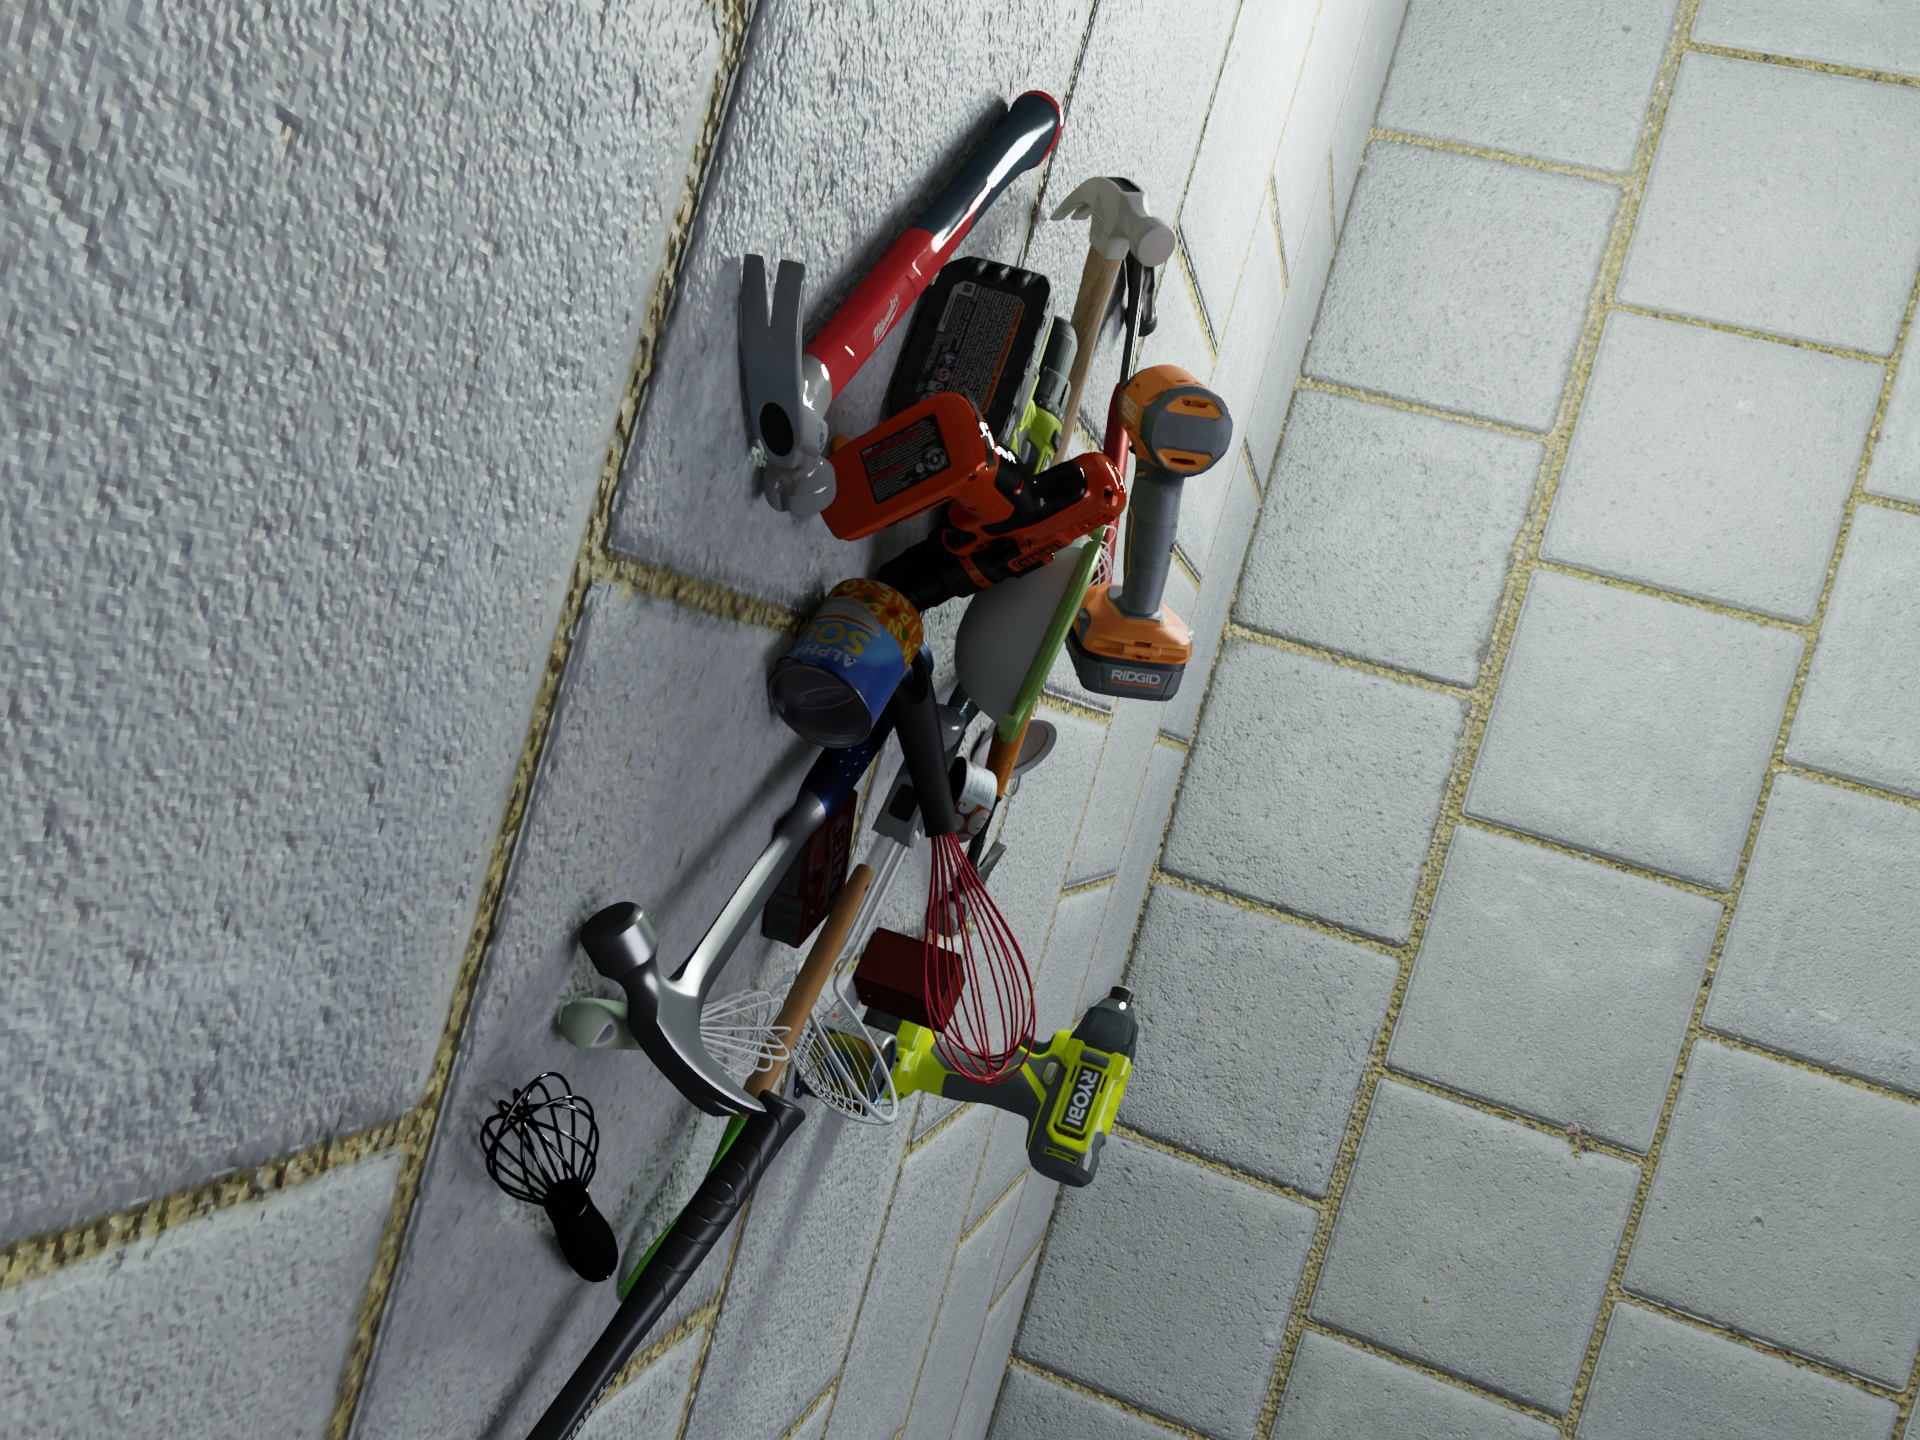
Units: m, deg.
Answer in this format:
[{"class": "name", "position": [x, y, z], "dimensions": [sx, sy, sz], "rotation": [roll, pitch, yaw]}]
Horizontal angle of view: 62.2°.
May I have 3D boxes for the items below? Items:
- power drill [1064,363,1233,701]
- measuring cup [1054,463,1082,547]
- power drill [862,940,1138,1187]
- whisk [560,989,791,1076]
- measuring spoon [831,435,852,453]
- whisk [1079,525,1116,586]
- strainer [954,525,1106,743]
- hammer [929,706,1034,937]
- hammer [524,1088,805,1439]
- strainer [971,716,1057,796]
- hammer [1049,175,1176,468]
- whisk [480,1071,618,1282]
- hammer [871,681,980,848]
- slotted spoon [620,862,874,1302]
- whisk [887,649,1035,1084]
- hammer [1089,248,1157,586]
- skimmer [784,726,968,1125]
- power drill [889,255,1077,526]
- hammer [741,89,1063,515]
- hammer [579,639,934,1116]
[{"class": "power drill", "position": [0.134, -0.145, 1.161], "dimensions": [0.164, 0.084, 0.226], "rotation": [-100, -161, -67]}, {"class": "measuring cup", "position": [0.064, -0.117, 1.183], "dimensions": [0.167, 0.038, 0.083], "rotation": [107, 3, -52]}, {"class": "power drill", "position": [0.034, 0.281, 1.368], "dimensions": [0.080, 0.223, 0.171], "rotation": [81, 30, -60]}, {"class": "whisk", "position": [-0.157, 0.174, 0.898], "dimensions": [0.058, 0.059, 0.246], "rotation": [-56, 160, -1]}, {"class": "measuring spoon", "position": [-0.062, -0.146, 0.971], "dimensions": [0.116, 0.011, 0.021], "rotation": [48, 59, -69]}, {"class": "whisk", "position": [0.074, -0.095, 1.358], "dimensions": [0.284, 0.070, 0.070], "rotation": [115, -2, -67]}, {"class": "strainer", "position": [0.034, -0.062, 1.138], "dimensions": [0.256, 0.069, 0.151], "rotation": [130, -16, -86]}, {"class": "hammer", "position": [0.035, 0.044, 1.397], "dimensions": [0.127, 0.034, 0.336], "rotation": [-57, 167, -46]}, {"class": "hammer", "position": [-0.187, 0.345, 0.907], "dimensions": [0.335, 0.035, 0.146], "rotation": [-53, 161, -40]}, {"class": "strainer", "position": [0.054, -0.016, 1.413], "dimensions": [0.258, 0.087, 0.050], "rotation": [102, -32, -57]}, {"class": "hammer", "position": [0.082, -0.261, 1.234], "dimensions": [0.331, 0.031, 0.130], "rotation": [106, -32, -40]}, {"class": "whisk", "position": [-0.201, 0.243, 0.815], "dimensions": [0.238, 0.055, 0.055], "rotation": [94, 19, -54]}, {"class": "hammer", "position": [-0.002, -0.004, 1.218], "dimensions": [0.128, 0.033, 0.331], "rotation": [-65, 177, 24]}, {"class": "slotted spoon", "position": [-0.130, 0.234, 1.032], "dimensions": [0.314, 0.031, 0.070], "rotation": [-64, 163, -16]}, {"class": "whisk", "position": [-0.008, 0.092, 1.027], "dimensions": [0.073, 0.073, 0.296], "rotation": [-16, 94, -73]}, {"class": "hammer", "position": [0.140, -0.255, 1.423], "dimensions": [0.149, 0.037, 0.359], "rotation": [66, 32, -70]}, {"class": "skimmer", "position": [-0.039, 0.130, 1.194], "dimensions": [0.127, 0.090, 0.363], "rotation": [55, 44, -34]}, {"class": "power drill", "position": [0.028, -0.220, 1.087], "dimensions": [0.228, 0.080, 0.190], "rotation": [49, 60, -77]}, {"class": "hammer", "position": [-0.020, -0.284, 0.909], "dimensions": [0.143, 0.038, 0.386], "rotation": [89, 22, -45]}, {"class": "hammer", "position": [-0.093, 0.063, 0.960], "dimensions": [0.144, 0.035, 0.406], "rotation": [67, 28, -23]}]
